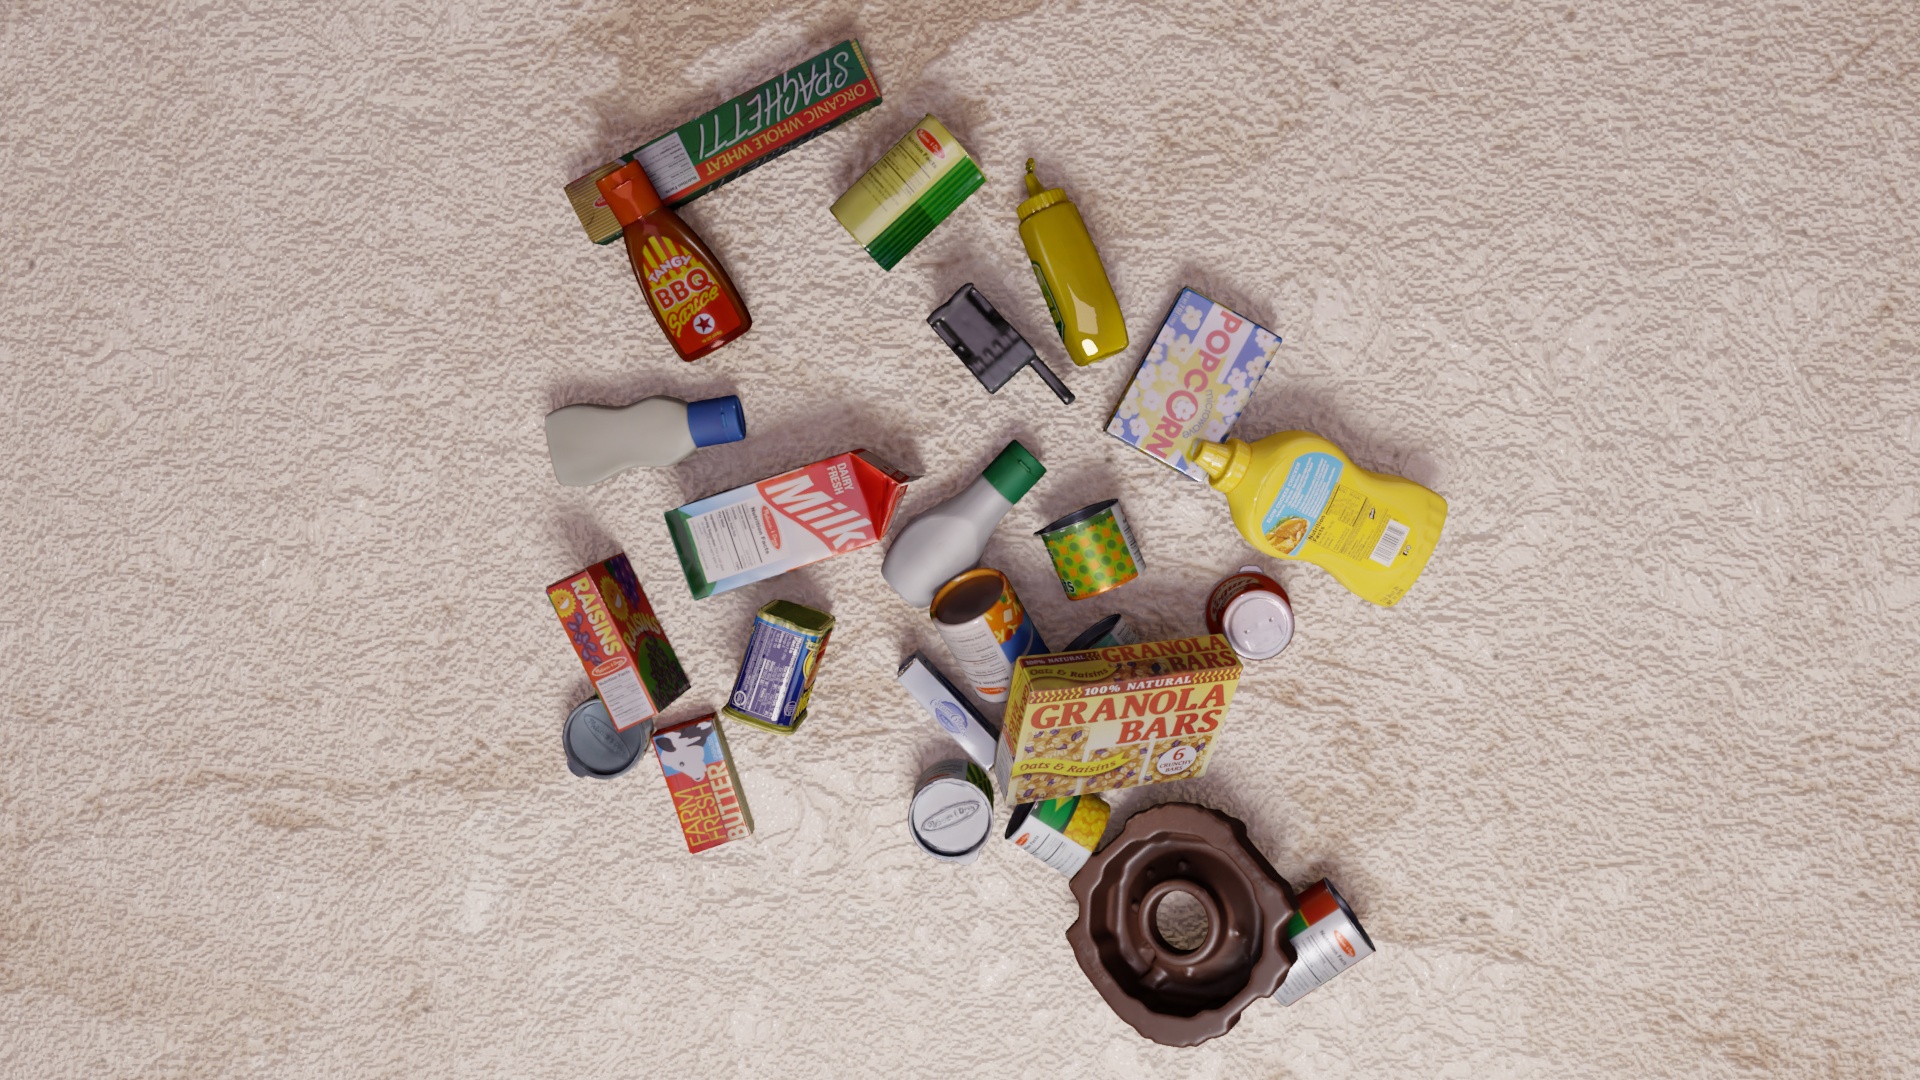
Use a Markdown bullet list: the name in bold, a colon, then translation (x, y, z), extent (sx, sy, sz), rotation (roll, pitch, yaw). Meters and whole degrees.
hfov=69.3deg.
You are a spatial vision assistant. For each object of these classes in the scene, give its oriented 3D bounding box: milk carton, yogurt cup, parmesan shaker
- **milk carton**: translation (-0.119, -0.020, 1.064), extent (0.190, 0.072, 0.073), rotation (-18, 95, 5)
- **yogurt cup**: translation (0.225, 0.061, 1.068), extent (0.072, 0.054, 0.072), rotation (0, 97, 2)
- **parmesan shaker**: translation (-0.041, -0.261, 1.041), extent (0.103, 0.071, 0.071), rotation (-42, 93, 6)

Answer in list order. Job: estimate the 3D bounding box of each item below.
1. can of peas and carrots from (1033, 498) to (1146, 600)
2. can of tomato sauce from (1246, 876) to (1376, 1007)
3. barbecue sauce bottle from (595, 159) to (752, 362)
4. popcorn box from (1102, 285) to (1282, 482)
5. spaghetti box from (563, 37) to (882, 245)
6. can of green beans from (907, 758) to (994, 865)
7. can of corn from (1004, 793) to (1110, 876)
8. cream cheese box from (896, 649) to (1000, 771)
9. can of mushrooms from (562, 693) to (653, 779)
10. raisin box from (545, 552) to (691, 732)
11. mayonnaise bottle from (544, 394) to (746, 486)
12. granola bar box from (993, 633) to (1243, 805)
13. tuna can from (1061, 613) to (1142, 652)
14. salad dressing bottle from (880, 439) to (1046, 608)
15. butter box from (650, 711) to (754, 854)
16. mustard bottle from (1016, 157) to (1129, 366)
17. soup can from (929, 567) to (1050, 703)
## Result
- **can of peas and carrots**: translation (0.099, 0.008, 1.062), extent (0.071, 0.071, 0.058), rotation (-23, 95, 5)
- **can of tomato sauce**: translation (0.270, 0.313, 1.086), extent (0.083, 0.071, 0.071), rotation (-36, 94, 9)
- **barbecue sauce bottle**: translation (-0.219, -0.211, 1.044), extent (0.065, 0.044, 0.148), rotation (-28, 110, 3)
- **popcorn box**: translation (0.176, -0.118, 1.059), extent (0.085, 0.038, 0.126), rotation (29, 96, -2)
- **spaghetti box**: translation (-0.179, -0.302, 1.059), extent (0.250, 0.029, 0.050), rotation (-26, 95, 5)
- **can of green beans**: translation (-0.006, 0.210, 1.090), extent (0.071, 0.058, 0.071), rotation (0, 96, 2)
- **can of corn**: translation (0.077, 0.217, 1.085), extent (0.058, 0.071, 0.071), rotation (32, 96, -2)
- **cream cheese box**: translation (-0.007, 0.132, 1.084), extent (0.024, 0.053, 0.104), rotation (-44, 93, 2)
- **can of mushrooms**: translation (-0.282, 0.156, 1.107), extent (0.071, 0.033, 0.071), rotation (0, 96, 2)
- **raisin box**: translation (-0.263, 0.076, 1.072), extent (0.040, 0.086, 0.123), rotation (-24, 95, 10)
- **mayonnaise bottle**: translation (-0.243, -0.083, 1.079), extent (0.148, 0.041, 0.064), rotation (-9, 97, 2)
- **granola bar box**: translation (0.114, 0.132, 1.033), extent (0.166, 0.039, 0.123), rotation (-5, 131, -17)
- **tuna can**: translation (0.104, 0.090, 1.070), extent (0.071, 0.071, 0.033), rotation (-38, 94, 6)
- **salad dressing bottle**: translation (0.004, -0.013, 1.075), extent (0.064, 0.044, 0.147), rotation (44, 95, -8)
- **butter box**: translation (-0.206, 0.195, 1.113), extent (0.053, 0.024, 0.103), rotation (-17, 95, 3)
- **mustard bottle**: translation (0.078, -0.211, 1.044), extent (0.049, 0.065, 0.160), rotation (-22, 89, -1)
- **soup can**: translation (0.024, 0.070, 1.057), extent (0.071, 0.071, 0.083), rotation (-27, 122, 5)
